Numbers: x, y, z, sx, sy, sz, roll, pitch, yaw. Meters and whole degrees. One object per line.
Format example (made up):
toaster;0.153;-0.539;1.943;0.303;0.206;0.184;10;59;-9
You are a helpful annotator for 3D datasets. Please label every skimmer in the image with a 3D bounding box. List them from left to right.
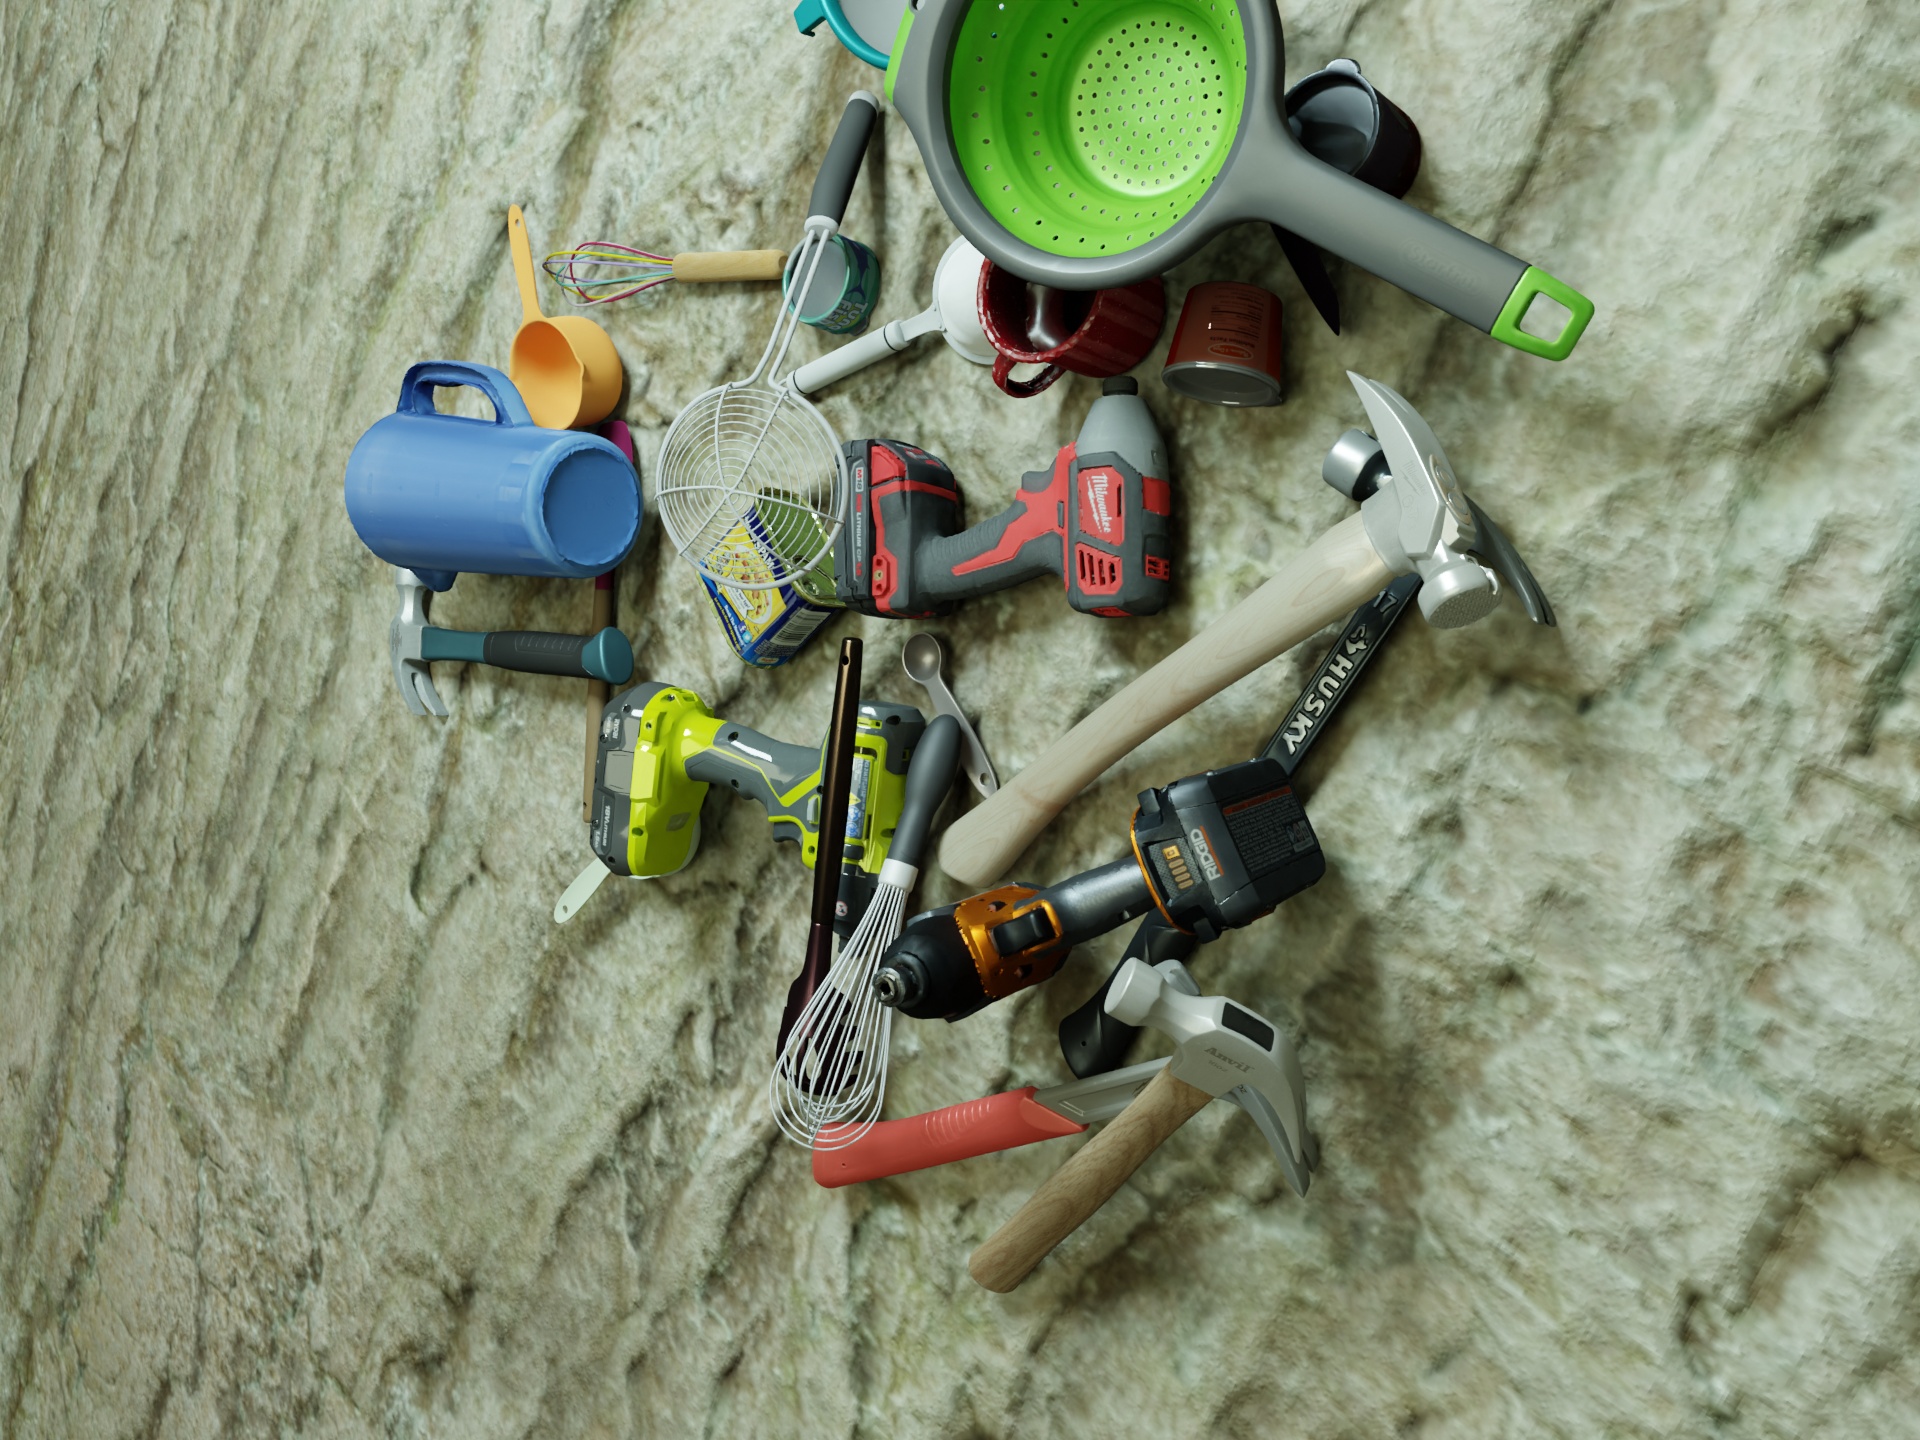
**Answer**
skimmer;-0.103;-0.259;1.048;0.127;0.090;0.364;8;62;12

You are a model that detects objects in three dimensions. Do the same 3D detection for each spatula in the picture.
spatula;0.155;-0.351;0.921;0.018;0.059;0.316;-23;68;6

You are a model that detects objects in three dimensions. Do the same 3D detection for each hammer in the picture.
hammer;-0.378;-0.060;1.310;0.331;0.033;0.128;6;93;42
hammer;0.038;0.251;0.974;0.359;0.037;0.149;-27;103;40
hammer;0.082;0.250;0.890;0.130;0.031;0.331;27;135;-3
hammer;0.114;-0.023;0.909;0.410;0.038;0.146;-40;53;39
hammer;0.170;0.048;0.900;0.149;0.036;0.409;41;113;30

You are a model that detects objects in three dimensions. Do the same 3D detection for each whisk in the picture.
whisk;-0.227;-0.344;1.218;0.245;0.051;0.047;9;127;33
whisk;-0.048;0.129;1.000;0.070;0.070;0.285;8;73;37

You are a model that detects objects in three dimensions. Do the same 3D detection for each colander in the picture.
colander;0.149;-0.293;0.831;0.397;0.094;0.204;34;117;18

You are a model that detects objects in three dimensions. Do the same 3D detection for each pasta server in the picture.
pasta server;-0.083;0.101;1.022;0.060;0.040;0.316;11;103;18

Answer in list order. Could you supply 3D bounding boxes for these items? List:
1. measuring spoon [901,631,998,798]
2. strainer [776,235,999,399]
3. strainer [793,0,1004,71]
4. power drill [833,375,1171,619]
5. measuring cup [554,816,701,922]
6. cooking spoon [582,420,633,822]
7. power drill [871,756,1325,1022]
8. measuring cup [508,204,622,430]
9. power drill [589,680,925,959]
measuring spoon;-0.002;-0.003;1.048;0.034;0.018;0.124;-36;74;36
strainer;-0.037;-0.260;1.067;0.258;0.050;0.087;-15;94;40
strainer;0.057;-0.478;0.968;0.341;0.095;0.211;30;109;32
power drill;0.029;-0.132;0.990;0.220;0.078;0.143;-1;88;35
measuring cup;-0.258;0.108;1.224;0.167;0.038;0.083;-43;64;30
cooking spoon;-0.284;-0.078;1.261;0.069;0.017;0.319;4;90;43
power drill;0.064;0.101;0.856;0.226;0.164;0.084;-28;80;31
measuring cup;-0.315;-0.316;1.249;0.095;0.052;0.173;-1;103;40
power drill;-0.138;0.062;1.090;0.223;0.080;0.171;9;95;23
